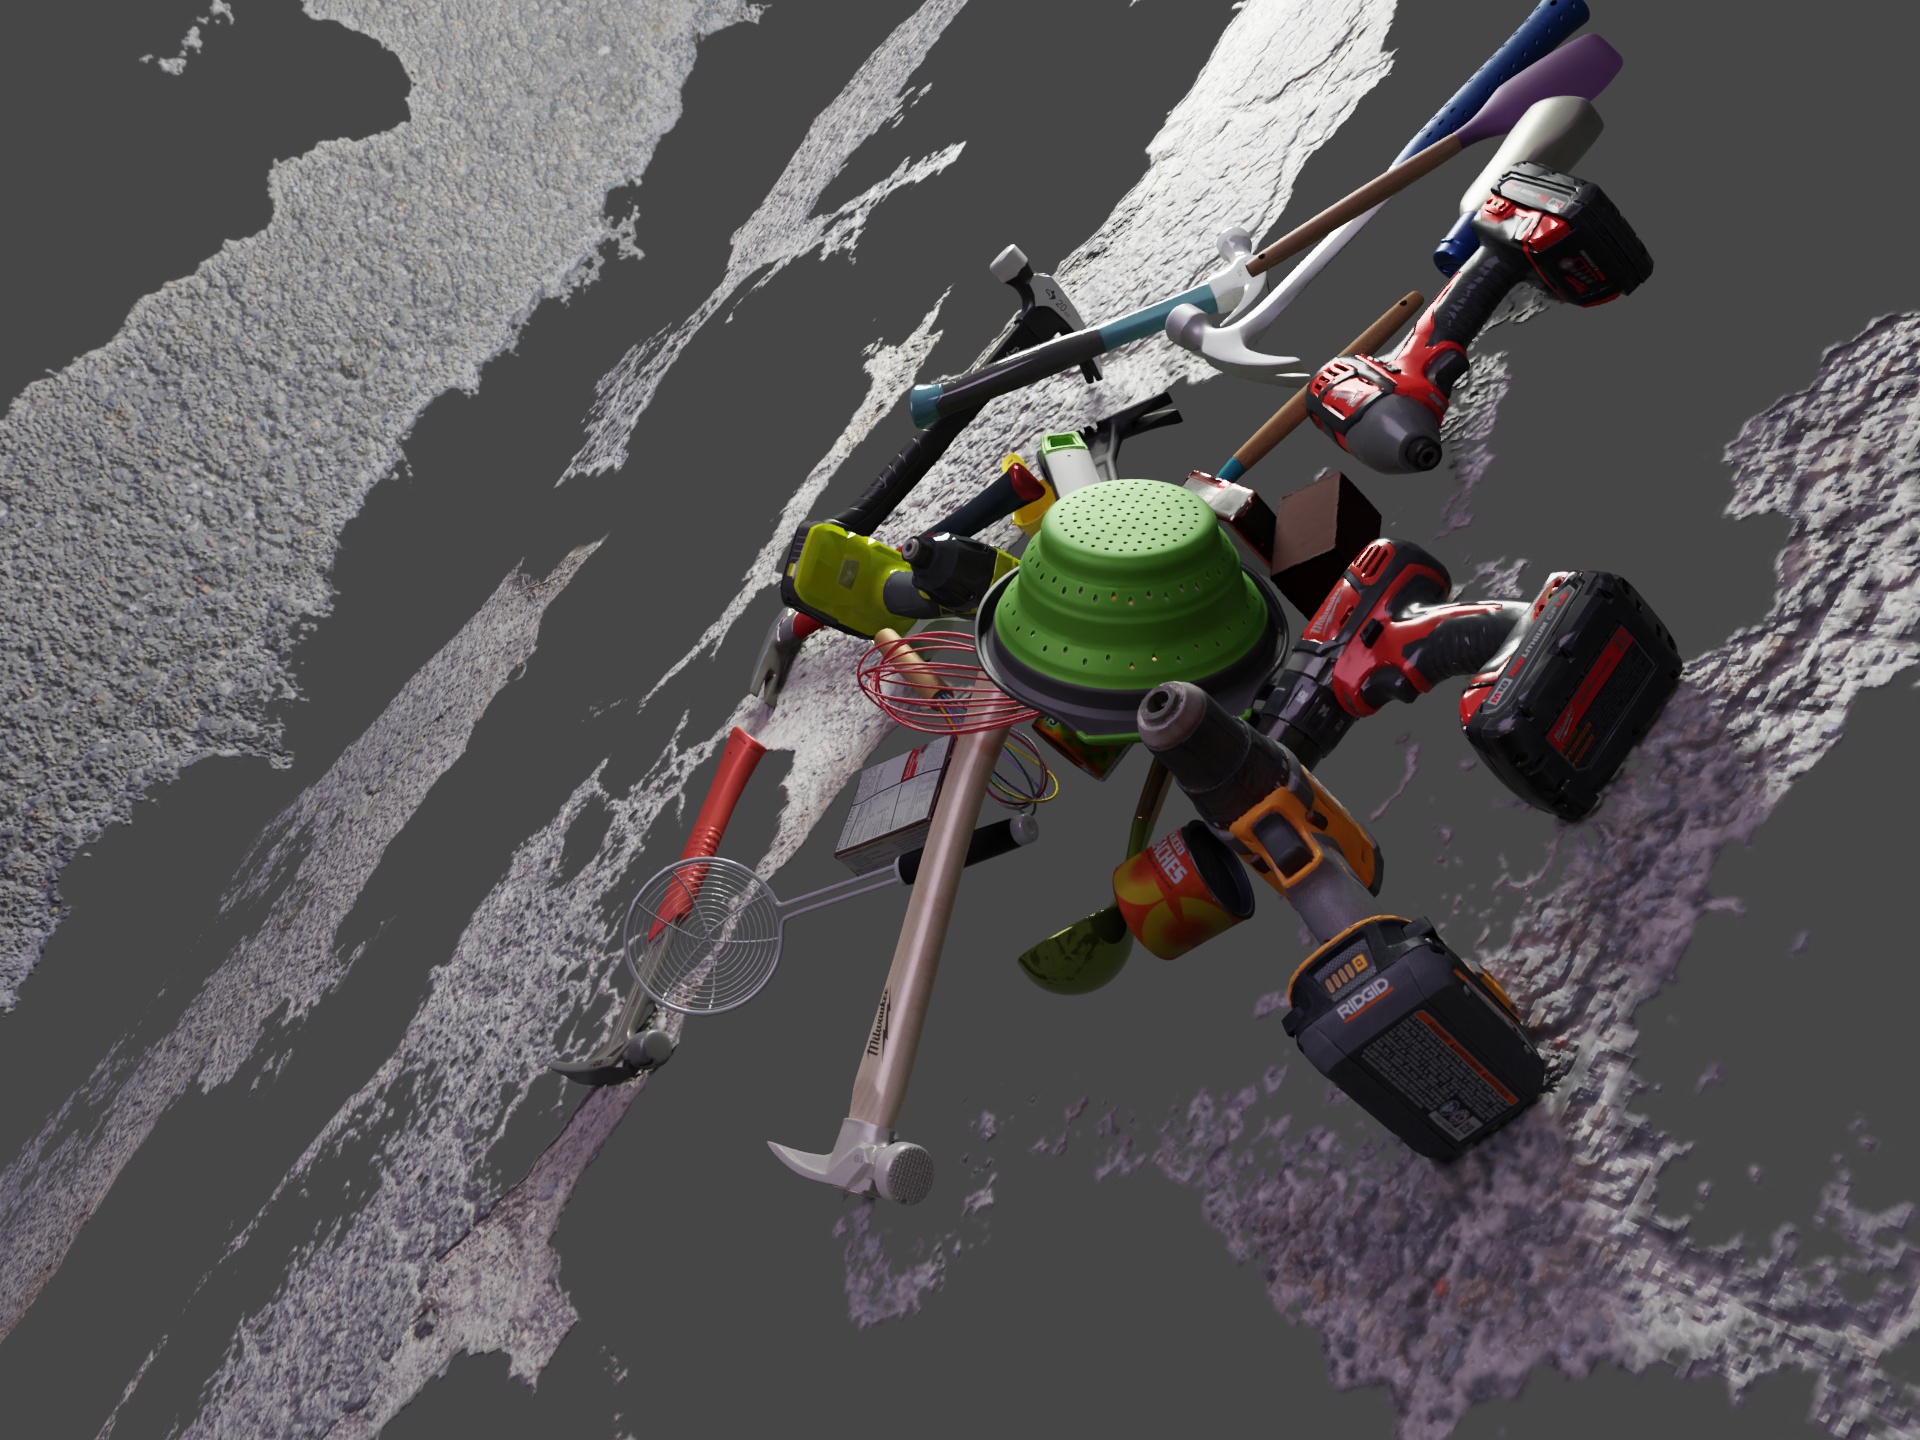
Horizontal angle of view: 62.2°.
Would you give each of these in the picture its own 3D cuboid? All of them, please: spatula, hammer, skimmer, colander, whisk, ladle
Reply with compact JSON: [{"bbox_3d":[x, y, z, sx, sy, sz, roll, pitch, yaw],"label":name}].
[{"bbox_3d":[0.362,-0.431,1.227,0.316,0.018,0.060,-30,60,8],"label":"spatula"},{"bbox_3d":[0.226,-0.215,1.193,0.317,0.044,0.082,-43,52,2],"label":"spatula"},{"bbox_3d":[0.133,-0.137,1.241,0.127,0.034,0.337,-23,39,16],"label":"hammer"},{"bbox_3d":[-0.106,0.134,1.210,0.363,0.090,0.127,-22,79,35],"label":"skimmer"},{"bbox_3d":[0.349,-0.425,1.269,0.405,0.035,0.144,-45,48,0],"label":"hammer"},{"bbox_3d":[0.099,-0.138,1.083,0.204,0.094,0.398,-7,36,-3],"label":"colander"},{"bbox_3d":[-0.066,-0.131,1.487,0.386,0.038,0.143,-26,38,44],"label":"hammer"},{"bbox_3d":[-0.259,0.160,1.446,0.149,0.036,0.359,-19,41,42],"label":"hammer"},{"bbox_3d":[-0.024,0.118,1.098,0.146,0.038,0.411,-7,60,51],"label":"hammer"},{"bbox_3d":[0.071,-0.020,1.057,0.296,0.073,0.073,4,52,16],"label":"whisk"},{"bbox_3d":[0.111,-0.329,1.390,0.331,0.033,0.128,-19,49,8],"label":"hammer"},{"bbox_3d":[0.000,-0.004,1.220,0.047,0.051,0.245,-30,44,-13],"label":"whisk"},{"bbox_3d":[-0.008,-0.267,1.458,0.335,0.146,0.035,-50,17,-10],"label":"hammer"},{"bbox_3d":[0.118,0.041,1.048,0.320,0.062,0.078,-65,7,-32],"label":"ladle"}]

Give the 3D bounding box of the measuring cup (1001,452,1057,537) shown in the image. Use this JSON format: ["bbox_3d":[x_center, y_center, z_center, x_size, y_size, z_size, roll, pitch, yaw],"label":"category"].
[{"bbox_3d":[0.066,-0.207,1.439,0.062,0.029,0.157,-44,27,11],"label":"measuring cup"}]

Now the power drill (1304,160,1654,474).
[{"bbox_3d":[0.342,-0.260,1.072,0.219,0.078,0.143,-46,29,13],"label":"power drill"}]

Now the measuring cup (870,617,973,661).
[{"bbox_3d":[-0.007,-0.084,1.391,0.168,0.038,0.083,1,57,40],"label":"measuring cup"}]

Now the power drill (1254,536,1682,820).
[{"bbox_3d":[0.260,-0.012,0.895,0.188,0.080,0.227,-54,26,-7],"label":"power drill"}]

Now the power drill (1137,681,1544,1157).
[{"bbox_3d":[0.175,0.084,0.789,0.084,0.185,0.226,-40,33,14],"label":"power drill"}]

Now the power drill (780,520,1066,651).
[{"bbox_3d":[-0.036,-0.111,1.282,0.223,0.171,0.080,7,79,46],"label":"power drill"}]
